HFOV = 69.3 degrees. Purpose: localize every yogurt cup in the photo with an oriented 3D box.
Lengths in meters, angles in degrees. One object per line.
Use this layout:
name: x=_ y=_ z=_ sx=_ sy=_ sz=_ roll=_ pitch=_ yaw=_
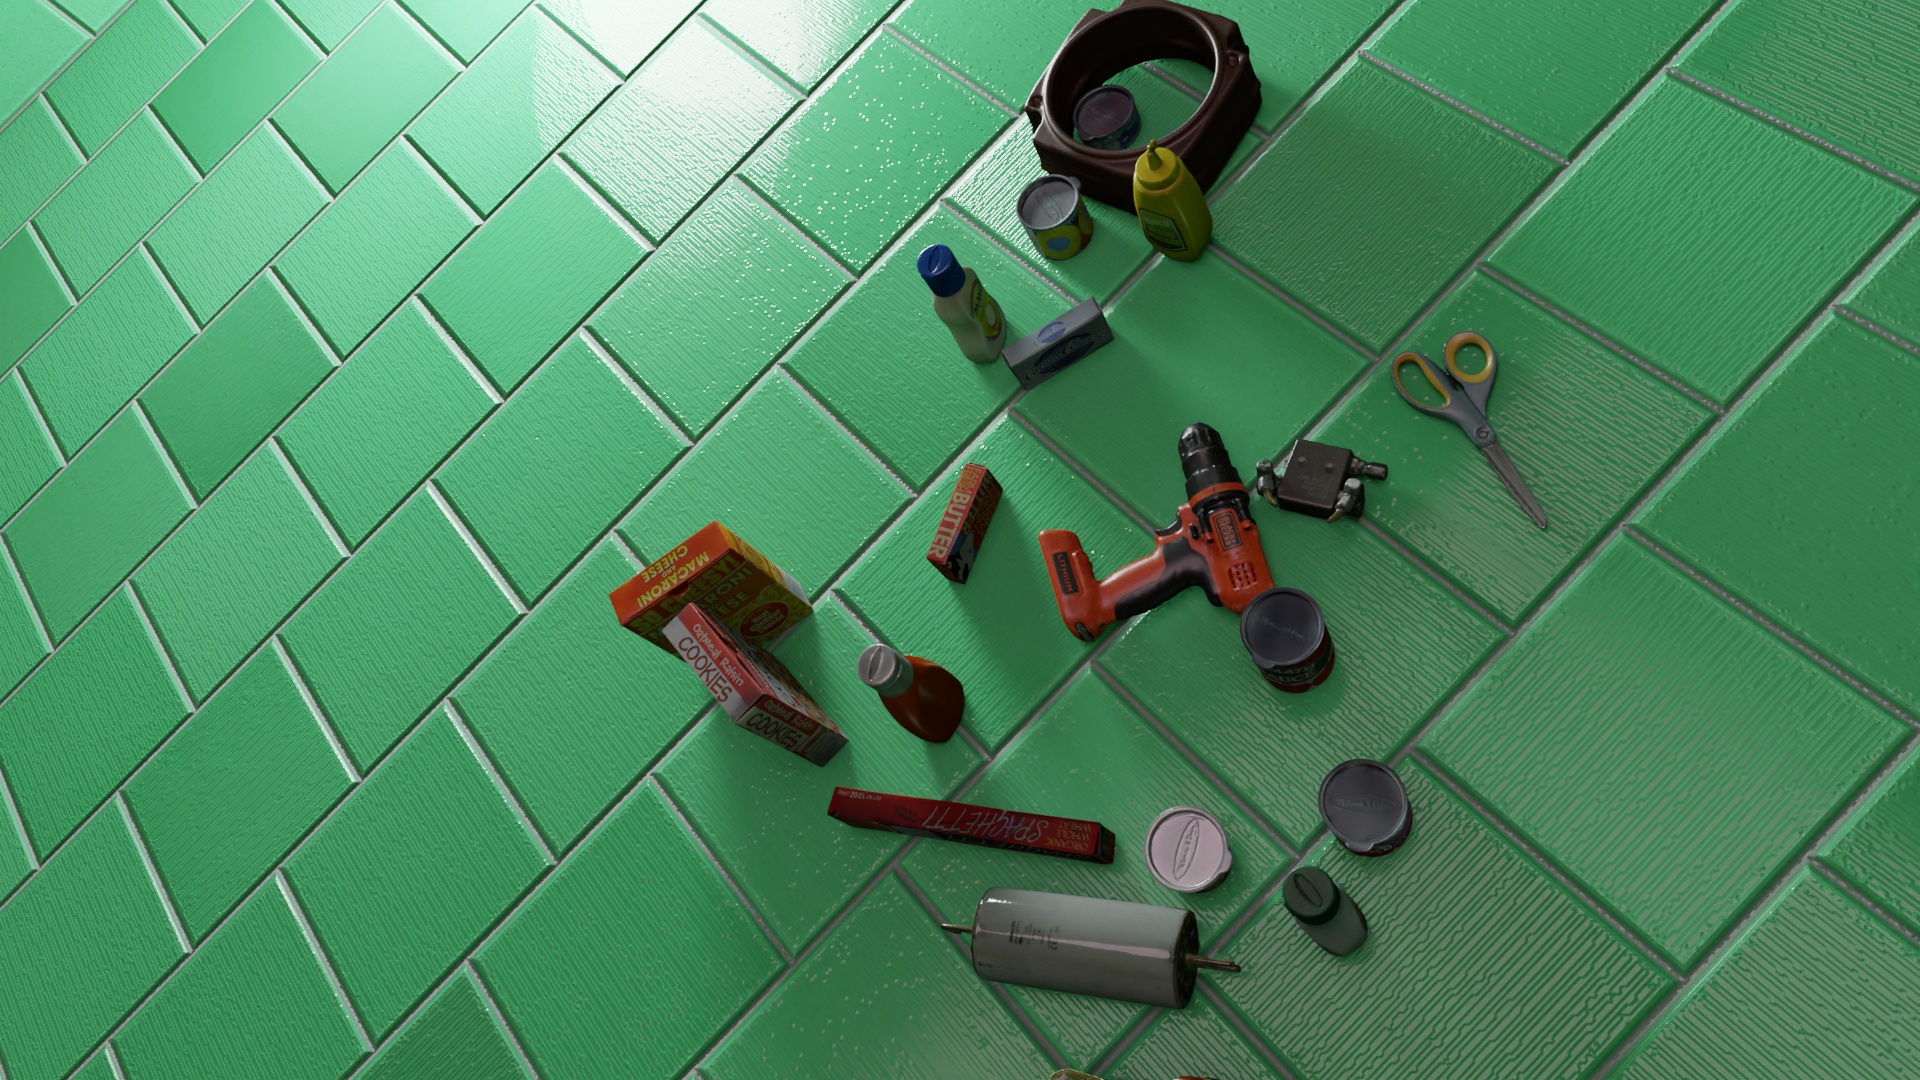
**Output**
yogurt cup: x=0.186 y=0.251 z=1.114 sx=0.072 sy=0.054 sz=0.072 roll=-8 pitch=65 yaw=19

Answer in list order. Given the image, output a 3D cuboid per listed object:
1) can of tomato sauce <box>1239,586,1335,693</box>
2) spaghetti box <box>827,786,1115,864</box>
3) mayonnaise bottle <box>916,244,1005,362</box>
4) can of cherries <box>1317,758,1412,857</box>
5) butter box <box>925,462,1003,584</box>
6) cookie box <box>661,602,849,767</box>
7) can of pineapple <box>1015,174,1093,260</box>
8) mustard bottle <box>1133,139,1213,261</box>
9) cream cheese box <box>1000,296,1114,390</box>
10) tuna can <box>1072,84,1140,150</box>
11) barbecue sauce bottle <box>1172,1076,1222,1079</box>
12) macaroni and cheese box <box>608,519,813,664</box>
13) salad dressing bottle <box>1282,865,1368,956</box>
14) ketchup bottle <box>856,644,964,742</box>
can of tomato sauce: x=0.269 y=0.085 z=1.137 sx=0.071 sy=0.083 sz=0.071 roll=-8 pitch=65 yaw=19
spaghetti box: x=0.008 y=0.244 z=1.191 sx=0.250 sy=0.050 sz=0.029 roll=3 pitch=70 yaw=23
mayonnaise bottle: x=0.002 y=-0.232 z=1.345 sx=0.041 sy=0.147 sz=0.065 roll=2 pitch=69 yaw=23
can of cherries: x=0.314 y=0.211 z=1.078 sx=0.071 sy=0.058 sz=0.072 roll=-8 pitch=65 yaw=19
butter box: x=0.005 y=-0.016 z=1.305 sx=0.024 sy=0.053 sz=0.104 roll=15 pitch=74 yaw=27
cookie box: x=-0.182 y=0.131 z=1.249 sx=0.040 sy=0.167 sz=0.123 roll=-45 pitch=59 yaw=-1
can of pineapple: x=0.097 y=-0.326 z=1.400 sx=0.071 sy=0.057 sz=0.071 roll=-8 pitch=65 yaw=19
mustard bottle: x=0.192 y=-0.323 z=1.301 sx=0.065 sy=0.160 sz=0.049 roll=25 pitch=79 yaw=29
cream cheese box: x=0.095 y=-0.189 z=1.344 sx=0.104 sy=0.053 sz=0.024 roll=-30 pitch=60 yaw=8
tuna can: x=0.151 y=-0.434 z=1.441 sx=0.071 sy=0.032 sz=0.071 roll=-8 pitch=65 yaw=19
barbecue sauce bottle: x=0.174 y=0.408 z=0.996 sx=0.065 sy=0.148 sz=0.044 roll=11 pitch=73 yaw=26
macaroni and cheese box: x=-0.229 y=0.059 z=1.300 sx=0.123 sy=0.166 sz=0.040 roll=-35 pitch=60 yaw=5
salad dressing bottle: x=0.265 y=0.269 z=1.020 sx=0.044 sy=0.147 sz=0.064 roll=-39 pitch=60 yaw=3
ketchup bottle: x=-0.043 y=0.129 z=1.205 sx=0.043 sy=0.148 sz=0.065 roll=7 pitch=71 yaw=25
